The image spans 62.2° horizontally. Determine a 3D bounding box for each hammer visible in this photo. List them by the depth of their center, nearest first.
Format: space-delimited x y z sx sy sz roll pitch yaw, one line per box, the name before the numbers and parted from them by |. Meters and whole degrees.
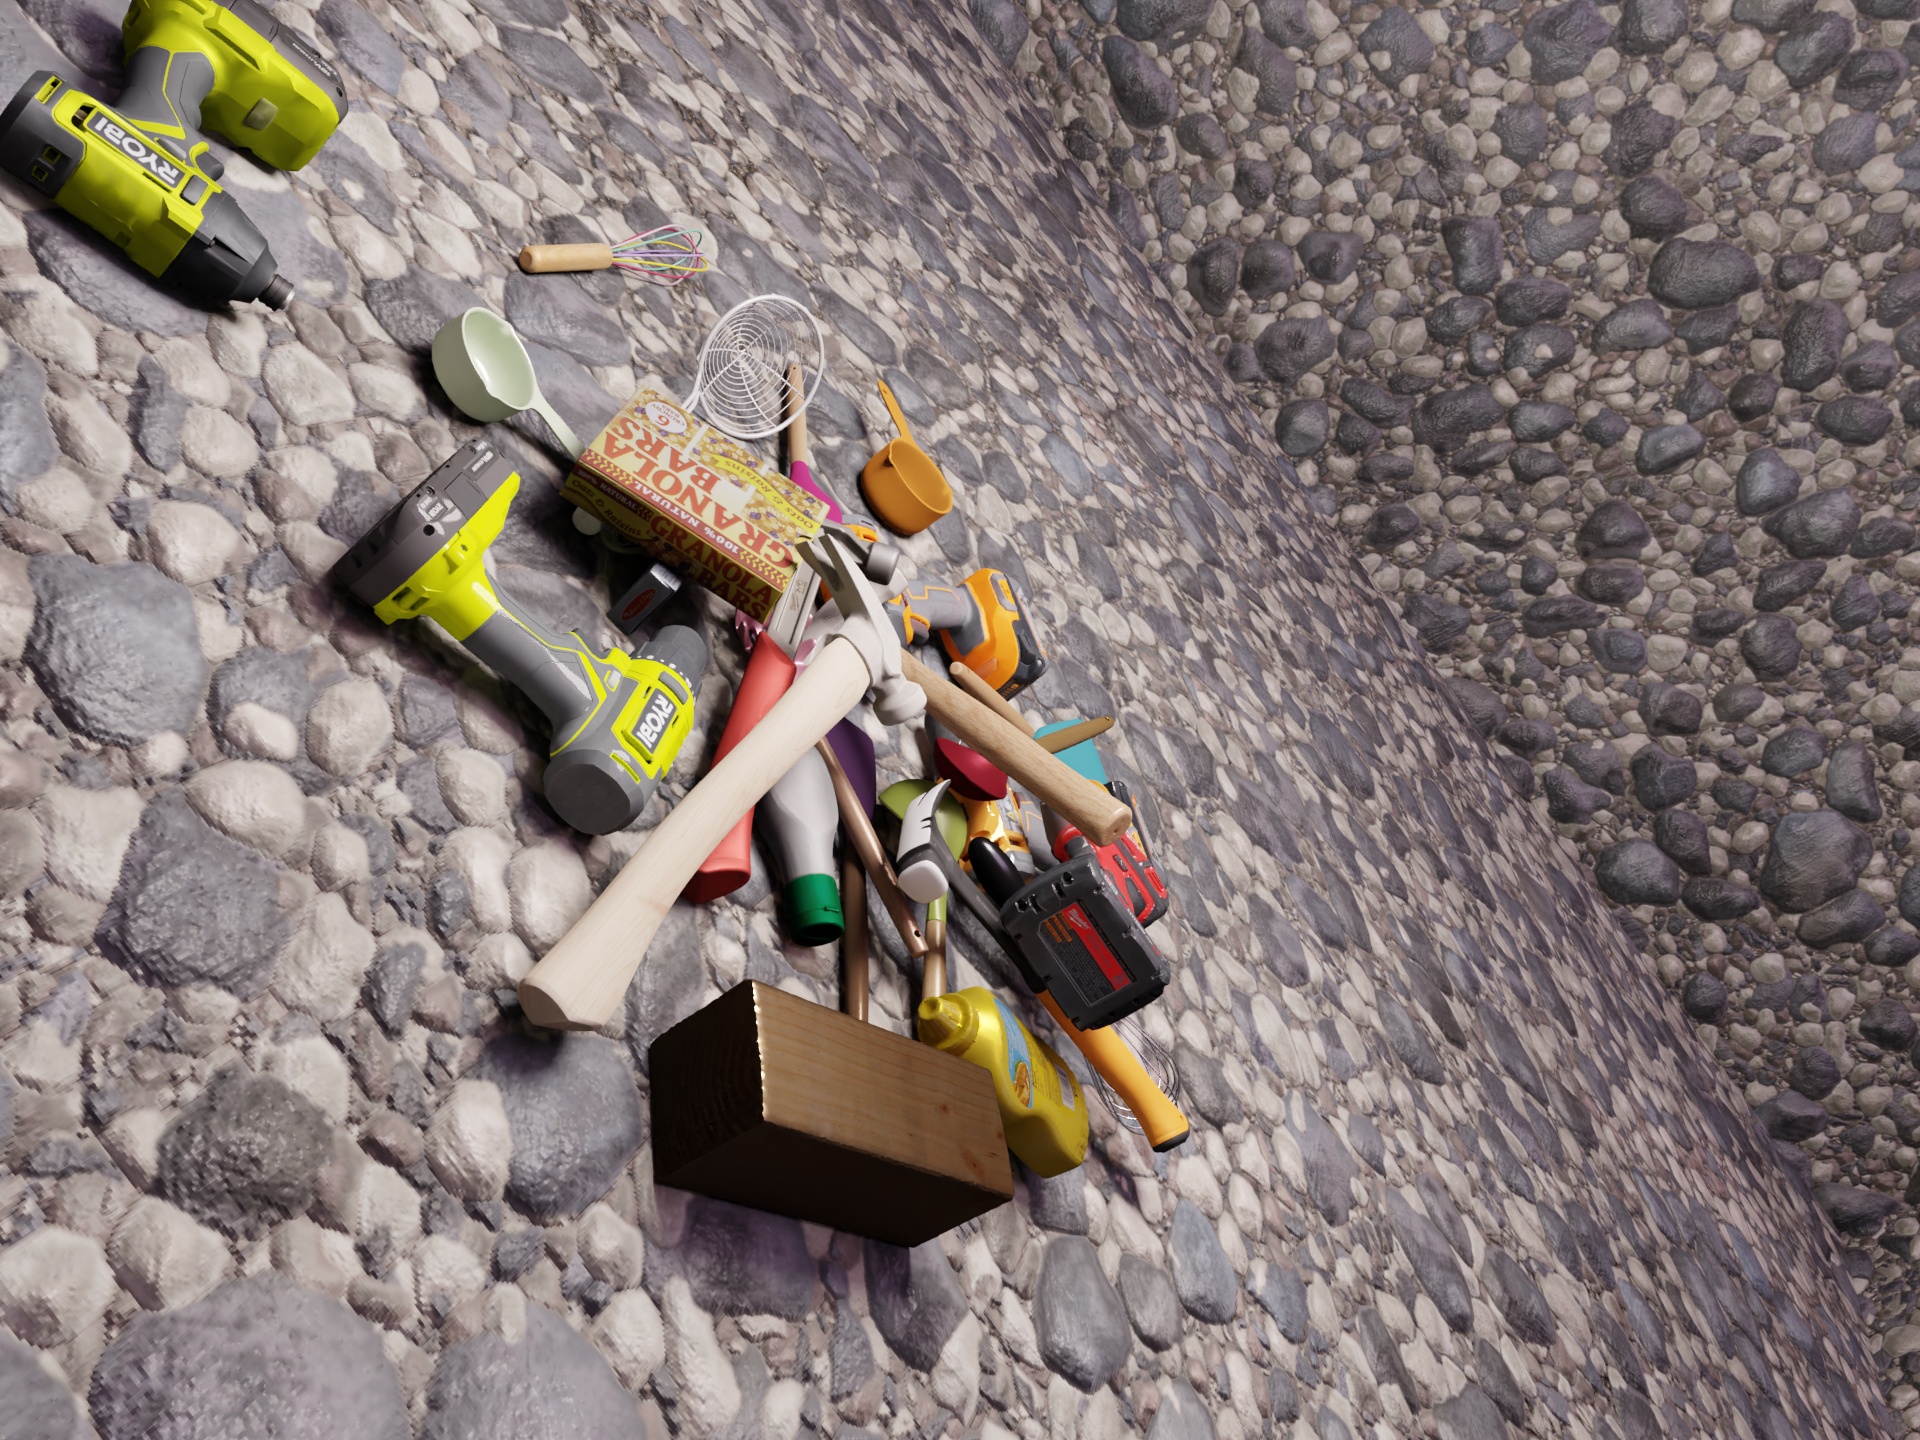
hammer | -0.144 0.033 0.983 0.146 0.038 0.411 62 36 -20
hammer | -0.147 -0.025 1.123 0.149 0.036 0.359 17 47 -4
hammer | 0.066 0.193 1.167 0.336 0.034 0.127 51 18 -20
hammer | -0.002 -0.004 1.191 0.332 0.130 0.031 37 -17 36

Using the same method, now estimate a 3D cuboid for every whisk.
whisk | 0.086 0.207 1.240 0.284 0.070 0.070 56 26 -12
whisk | -0.291 -0.399 1.367 0.047 0.051 0.245 60 30 -2

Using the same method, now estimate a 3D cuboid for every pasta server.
pasta server | -0.093 0.032 1.175 0.060 0.040 0.316 -10 61 -37

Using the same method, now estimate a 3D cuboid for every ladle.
ladle | -0.028 0.175 1.153 0.078 0.062 0.320 39 37 -38
ladle | 0.062 0.023 1.332 0.069 0.031 0.315 45 26 15

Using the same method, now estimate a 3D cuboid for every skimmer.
skimmer | -0.200 -0.235 1.268 0.363 0.090 0.127 -70 166 -55

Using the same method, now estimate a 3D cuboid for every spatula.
spatula | -0.079 0.109 1.157 0.059 0.018 0.316 38 30 -33
spatula | 0.061 -0.002 1.436 0.317 0.044 0.082 39 29 -63

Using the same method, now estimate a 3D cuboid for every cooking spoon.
cooking spoon | -0.145 -0.239 1.419 0.319 0.069 0.017 -99 -179 -50

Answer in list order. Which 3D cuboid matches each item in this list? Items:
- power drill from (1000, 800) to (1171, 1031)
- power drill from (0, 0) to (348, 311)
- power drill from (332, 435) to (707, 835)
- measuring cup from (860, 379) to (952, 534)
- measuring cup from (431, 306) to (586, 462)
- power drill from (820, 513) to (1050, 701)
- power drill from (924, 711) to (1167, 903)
power drill | 0.097 0.125 1.187 0.143 0.078 0.220 56 15 -9
power drill | -0.473 -0.360 0.991 0.171 0.080 0.223 36 36 -32
power drill | -0.257 -0.060 0.997 0.228 0.080 0.191 48 28 -20
measuring cup | -0.068 -0.257 1.558 0.095 0.052 0.174 20 41 -49
measuring cup | -0.315 -0.218 1.139 0.167 0.038 0.083 54 24 -42
power drill | -0.026 -0.080 1.396 0.226 0.084 0.164 16 46 -46
power drill | 0.063 0.078 1.364 0.226 0.084 0.186 18 42 -44
